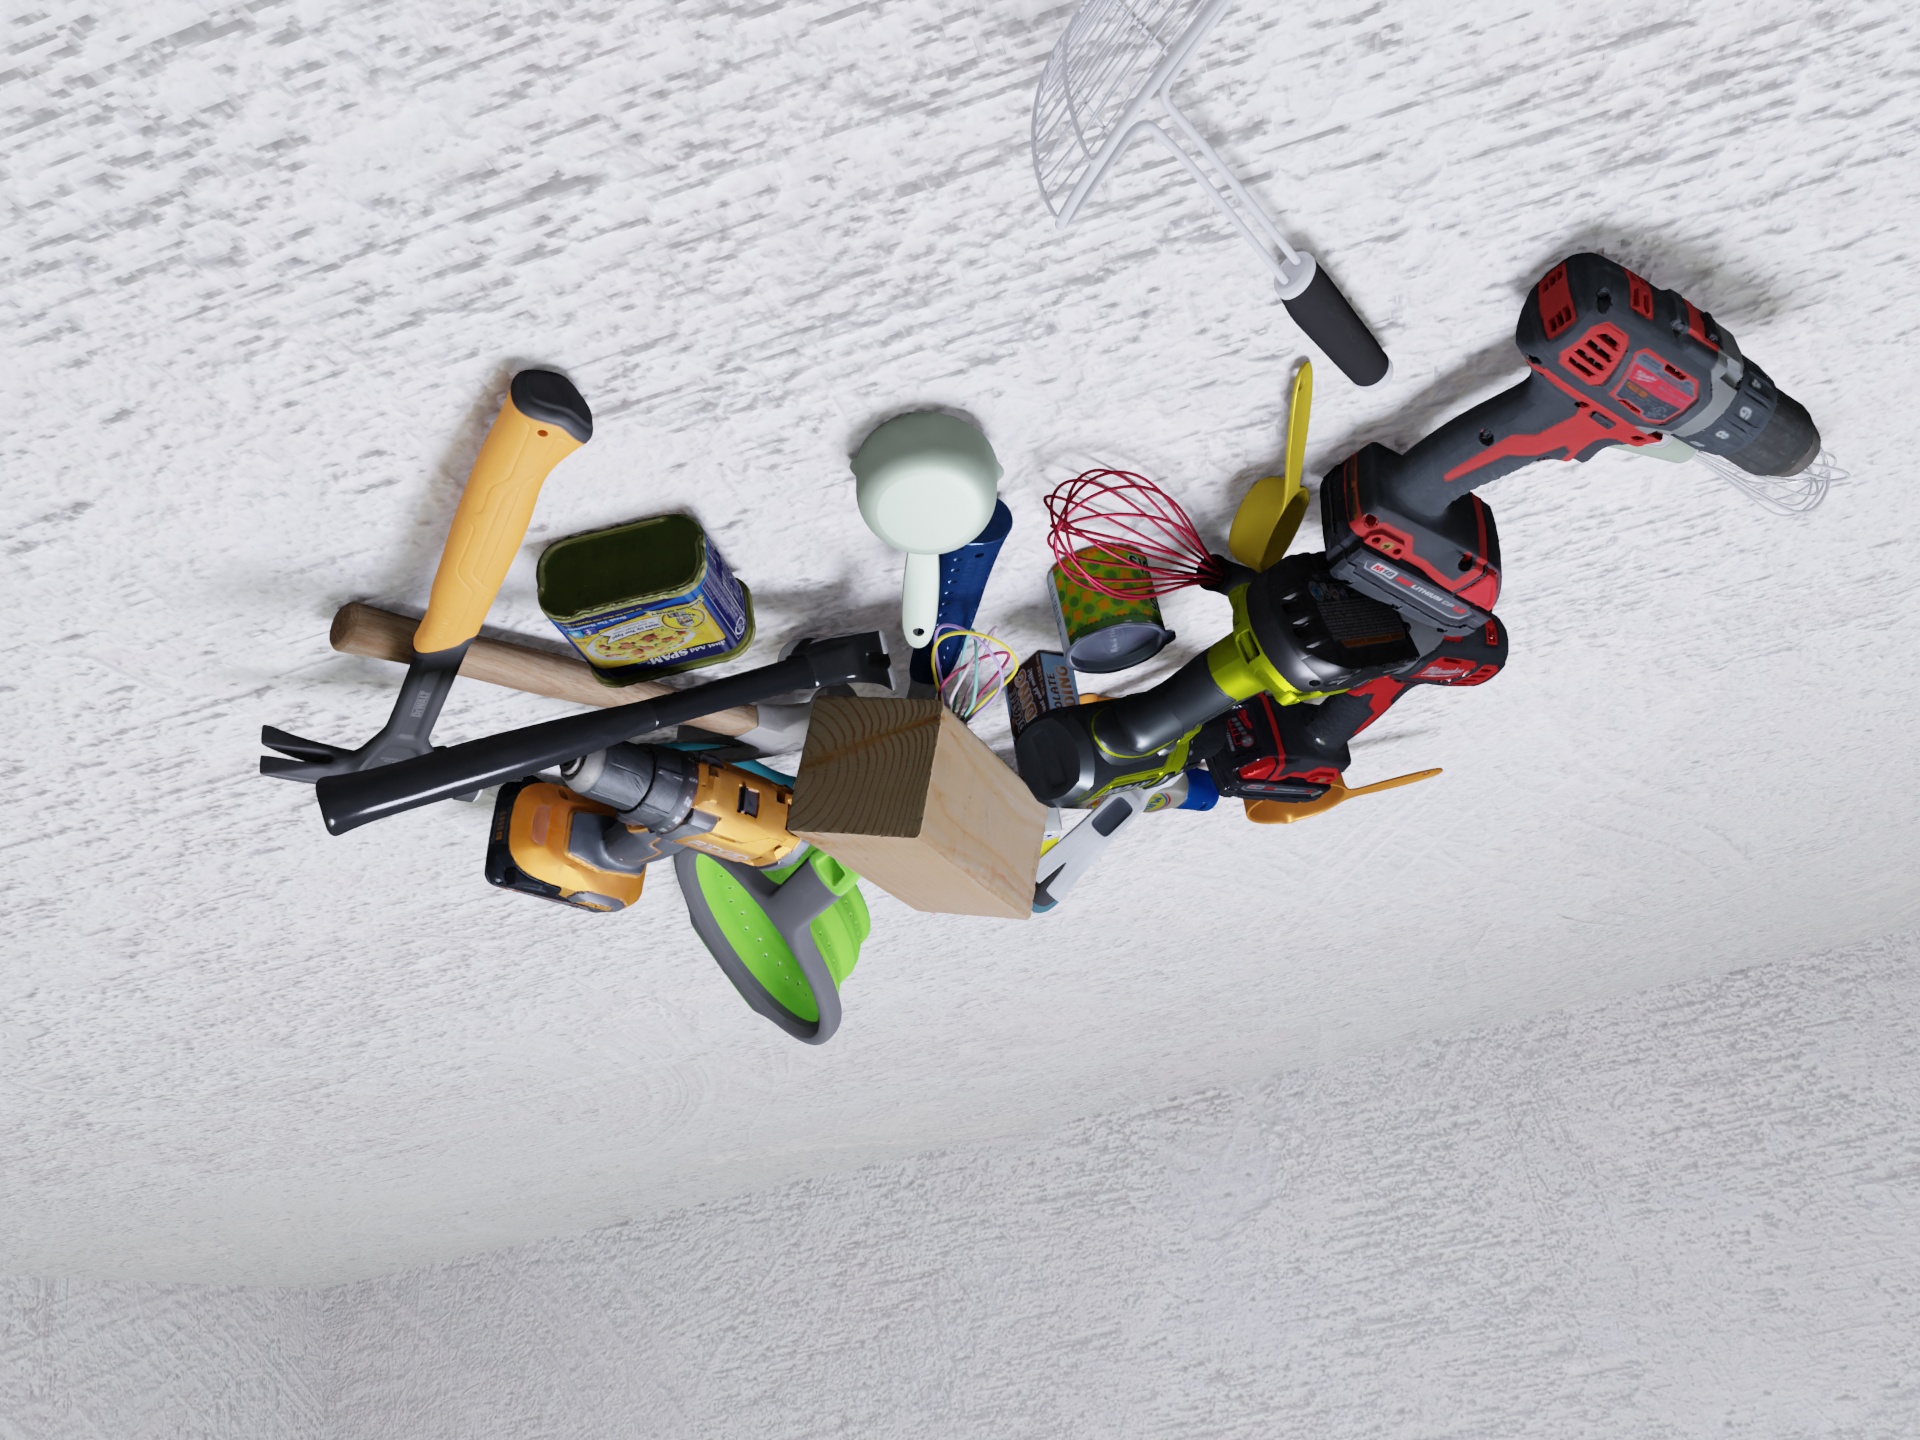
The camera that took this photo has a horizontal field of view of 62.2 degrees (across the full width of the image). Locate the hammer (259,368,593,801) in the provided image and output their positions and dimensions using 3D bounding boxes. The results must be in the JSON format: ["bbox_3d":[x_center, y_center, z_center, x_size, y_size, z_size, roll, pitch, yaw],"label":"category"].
[{"bbox_3d":[-0.275,-0.060,0.842,0.127,0.034,0.336,10,141,-29],"label":"hammer"}]

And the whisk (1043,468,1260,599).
[{"bbox_3d":[0.144,-0.095,0.976,0.073,0.073,0.295,-27,157,33],"label":"whisk"}]

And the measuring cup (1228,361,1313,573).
[{"bbox_3d":[0.178,-0.147,0.905,0.029,0.062,0.156,28,150,23],"label":"measuring cup"}]

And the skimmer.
[{"bbox_3d":[0.141,-0.205,0.682,0.127,0.090,0.363,-52,146,11],"label":"skimmer"}]

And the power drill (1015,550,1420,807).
[{"bbox_3d":[0.168,-0.019,1.011,0.190,0.080,0.228,-9,161,-48],"label":"power drill"}]

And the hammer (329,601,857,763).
[{"bbox_3d":[-0.230,-0.021,1.000,0.331,0.031,0.130,15,152,-41],"label":"hammer"}]

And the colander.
[{"bbox_3d":[-0.115,0.136,1.254,0.094,0.204,0.397,-35,176,-27],"label":"colander"}]

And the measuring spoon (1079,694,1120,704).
[{"bbox_3d":[0.135,-0.007,1.223,0.116,0.011,0.021,6,151,-34],"label":"measuring spoon"}]

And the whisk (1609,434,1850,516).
[{"bbox_3d":[0.443,-0.166,0.960,0.246,0.058,0.059,6,-178,-26],"label":"whisk"}]

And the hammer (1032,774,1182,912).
[{"bbox_3d":[0.095,0.112,1.301,0.128,0.033,0.331,-43,172,-16],"label":"hammer"}]

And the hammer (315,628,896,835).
[{"bbox_3d":[-0.190,0.002,0.893,0.334,0.035,0.146,-18,-171,-31],"label":"hammer"}]

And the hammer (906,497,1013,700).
[{"bbox_3d":[-0.018,-0.028,1.080,0.144,0.035,0.405,-5,156,-13],"label":"hammer"}]

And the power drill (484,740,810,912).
[{"bbox_3d":[-0.239,0.068,1.096,0.226,0.084,0.185,-16,152,39],"label":"power drill"}]

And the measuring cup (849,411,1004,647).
[{"bbox_3d":[-0.020,-0.090,0.871,0.083,0.038,0.167,2,136,-2],"label":"measuring cup"}]

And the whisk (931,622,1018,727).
[{"bbox_3d":[0.000,-0.002,1.050,0.047,0.051,0.244,-12,160,-11],"label":"whisk"}]

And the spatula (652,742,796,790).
[{"bbox_3d":[-0.102,0.067,1.166,0.317,0.044,0.082,18,153,-1],"label":"spatula"}]

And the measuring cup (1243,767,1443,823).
[{"bbox_3d":[0.324,0.041,1.366,0.173,0.052,0.095,-12,156,-2],"label":"measuring cup"}]

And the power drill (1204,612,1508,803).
[{"bbox_3d":[0.282,-0.021,1.181,0.143,0.079,0.219,6,149,-34],"label":"power drill"}]

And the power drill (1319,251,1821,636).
[{"bbox_3d":[0.332,-0.140,0.882,0.187,0.080,0.226,22,141,-22],"label":"power drill"}]
